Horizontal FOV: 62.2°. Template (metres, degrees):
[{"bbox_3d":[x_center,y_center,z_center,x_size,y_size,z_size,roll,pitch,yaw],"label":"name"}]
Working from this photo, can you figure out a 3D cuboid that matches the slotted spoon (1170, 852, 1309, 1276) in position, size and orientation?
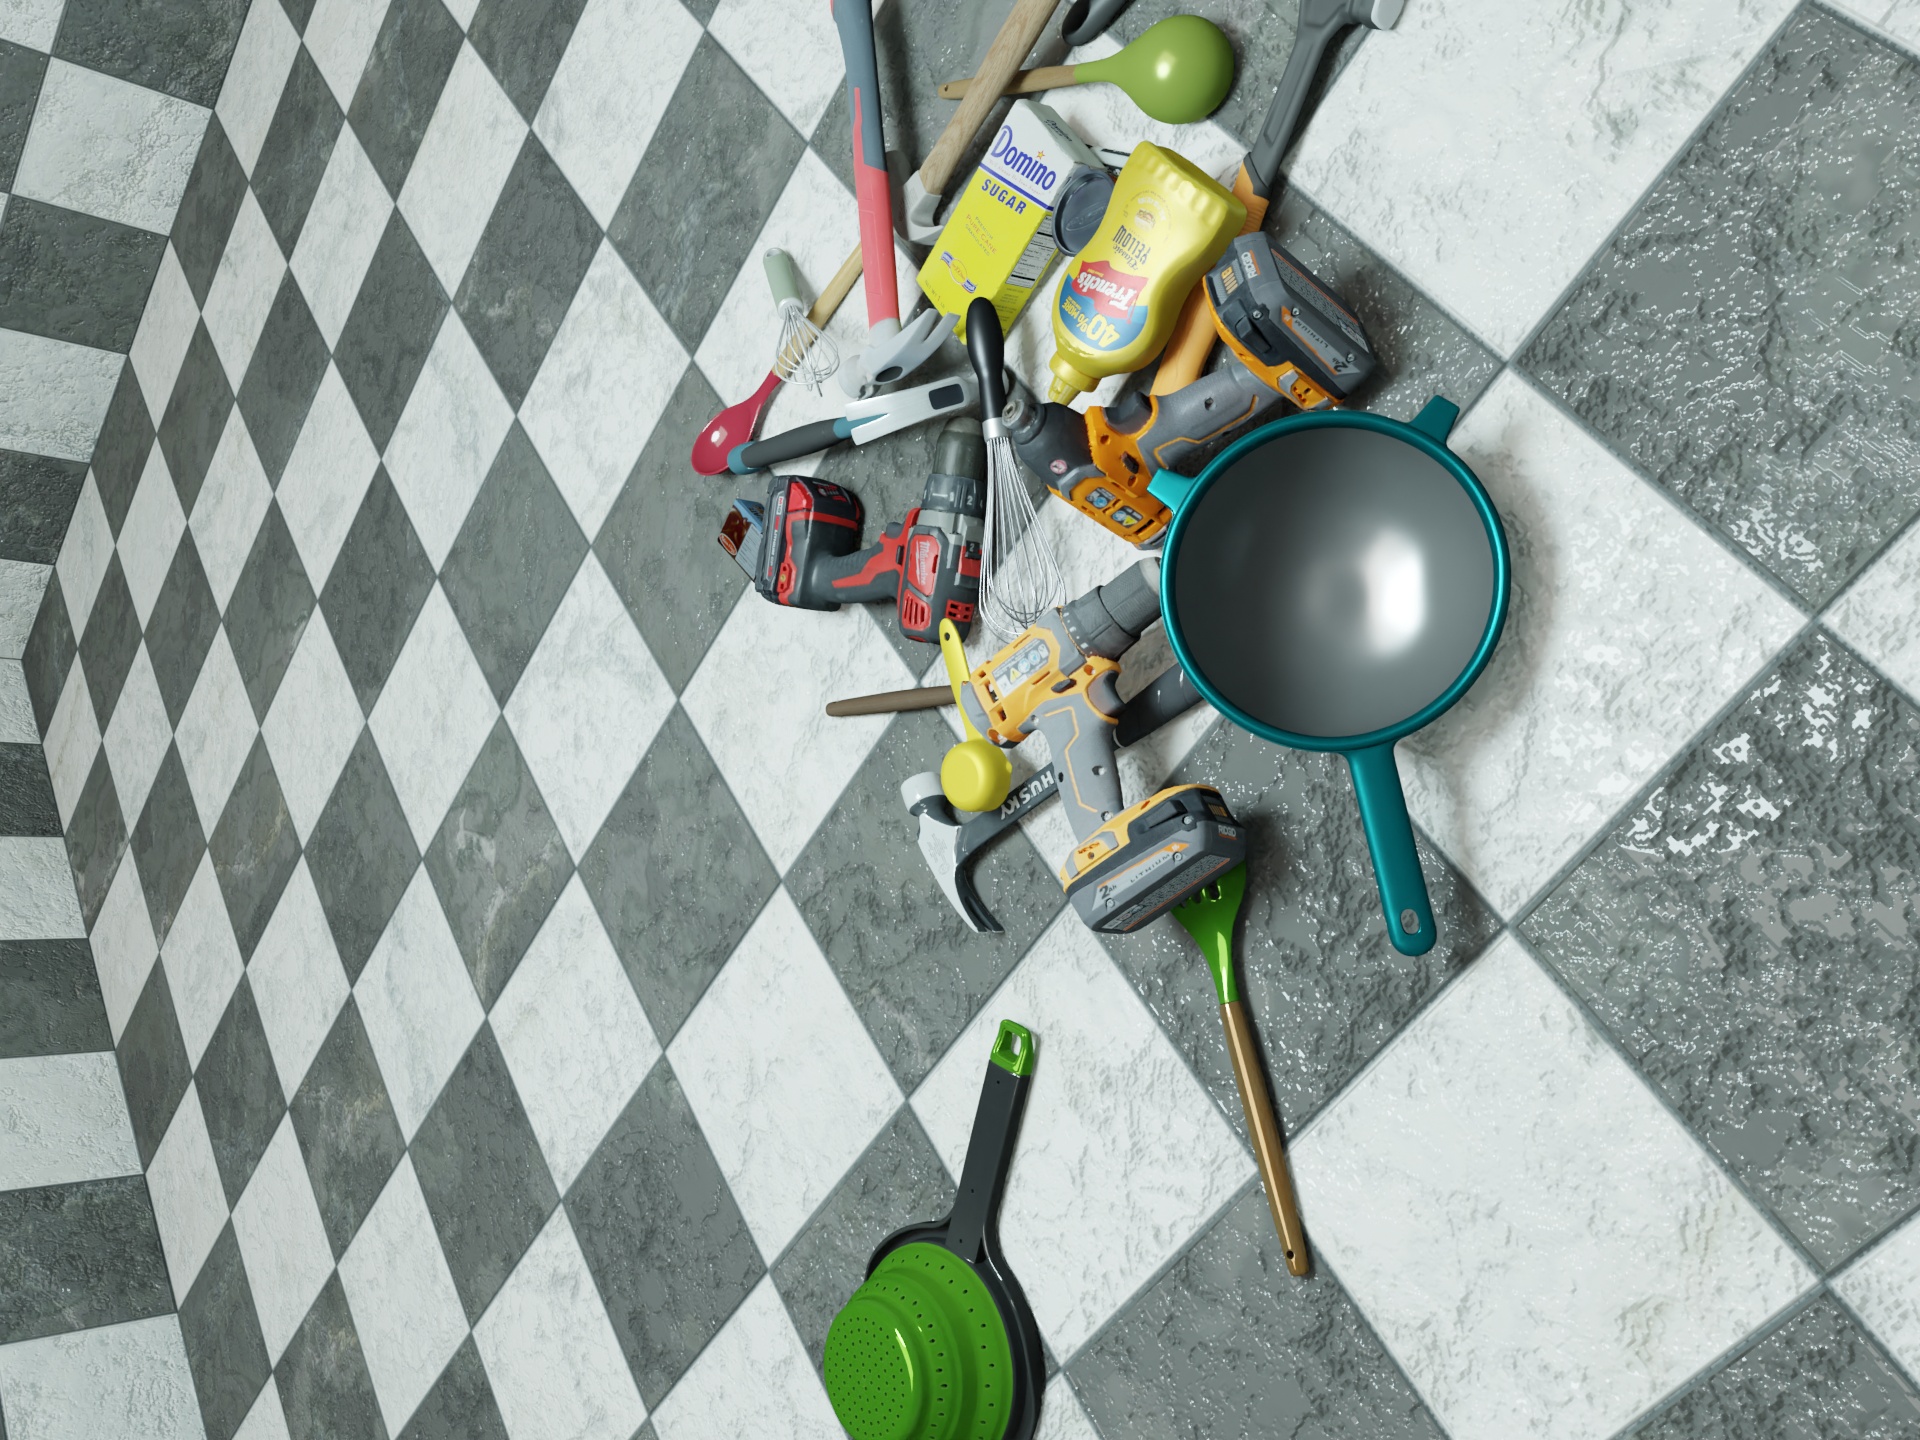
[{"bbox_3d":[0.194,0.219,1.095,0.070,0.031,0.314,-24,71,36],"label":"slotted spoon"}]

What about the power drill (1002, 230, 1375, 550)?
[{"bbox_3d":[0.147,-0.223,1.088,0.226,0.164,0.084,-37,42,33],"label":"power drill"}]

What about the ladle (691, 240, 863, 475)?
[{"bbox_3d":[-0.160,-0.350,1.505,0.315,0.031,0.069,-47,51,29],"label":"ladle"}]

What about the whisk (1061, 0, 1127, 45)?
[{"bbox_3d":[0.173,-0.609,1.183,0.296,0.073,0.073,-34,63,45],"label":"whisk"}]

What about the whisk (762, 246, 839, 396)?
[{"bbox_3d":[-0.153,-0.370,1.453,0.058,0.059,0.247,-20,44,1],"label":"whisk"}]

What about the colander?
[{"bbox_3d":[-0.023,0.426,1.239,0.205,0.094,0.397,19,100,44],"label":"colander"}]

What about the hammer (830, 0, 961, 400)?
[{"bbox_3d":[-0.069,-0.480,1.364,0.143,0.038,0.386,-24,68,52],"label":"hammer"}]

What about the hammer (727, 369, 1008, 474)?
[{"bbox_3d":[-0.107,-0.256,1.400,0.331,0.128,0.033,-3,108,53],"label":"hammer"}]

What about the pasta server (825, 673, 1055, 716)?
[{"bbox_3d":[-0.014,-0.029,1.318,0.316,0.060,0.040,-6,103,48],"label":"pasta server"}]

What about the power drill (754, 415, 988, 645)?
[{"bbox_3d":[-0.068,-0.168,1.362,0.227,0.080,0.188,12,94,42],"label":"power drill"}]

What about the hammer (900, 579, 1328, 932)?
[{"bbox_3d":[0.109,0.019,1.193,0.409,0.036,0.149,-38,62,35],"label":"hammer"}]

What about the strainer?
[{"bbox_3d":[0.251,-0.023,1.013,0.211,0.095,0.340,-13,87,13],"label":"strainer"}]

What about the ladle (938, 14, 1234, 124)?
[{"bbox_3d":[0.088,-0.511,1.273,0.320,0.062,0.078,21,103,51],"label":"ladle"}]

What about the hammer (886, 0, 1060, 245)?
[{"bbox_3d":[0.028,-0.520,1.286,0.331,0.031,0.130,-47,53,45],"label":"hammer"}]

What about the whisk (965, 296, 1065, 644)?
[{"bbox_3d":[0.033,-0.197,1.256,0.070,0.070,0.285,-13,83,43],"label":"whisk"}]

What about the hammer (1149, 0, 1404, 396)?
[{"bbox_3d":[0.198,-0.369,1.145,0.127,0.034,0.337,33,109,41],"label":"hammer"}]

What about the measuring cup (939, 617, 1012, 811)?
[{"bbox_3d":[-0.002,-0.004,1.244,0.062,0.029,0.156,-19,82,43],"label":"measuring cup"}]

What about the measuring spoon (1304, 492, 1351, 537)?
[{"bbox_3d":[0.227,-0.159,1.111,0.129,0.021,0.042,37,103,50],"label":"measuring spoon"}]

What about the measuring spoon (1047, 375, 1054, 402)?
[{"bbox_3d":[0.083,-0.295,1.263,0.034,0.018,0.124,21,101,44],"label":"measuring spoon"}]

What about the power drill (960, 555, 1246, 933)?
[{"bbox_3d":[0.114,0.011,1.114,0.185,0.084,0.226,-38,61,24],"label":"power drill"}]
